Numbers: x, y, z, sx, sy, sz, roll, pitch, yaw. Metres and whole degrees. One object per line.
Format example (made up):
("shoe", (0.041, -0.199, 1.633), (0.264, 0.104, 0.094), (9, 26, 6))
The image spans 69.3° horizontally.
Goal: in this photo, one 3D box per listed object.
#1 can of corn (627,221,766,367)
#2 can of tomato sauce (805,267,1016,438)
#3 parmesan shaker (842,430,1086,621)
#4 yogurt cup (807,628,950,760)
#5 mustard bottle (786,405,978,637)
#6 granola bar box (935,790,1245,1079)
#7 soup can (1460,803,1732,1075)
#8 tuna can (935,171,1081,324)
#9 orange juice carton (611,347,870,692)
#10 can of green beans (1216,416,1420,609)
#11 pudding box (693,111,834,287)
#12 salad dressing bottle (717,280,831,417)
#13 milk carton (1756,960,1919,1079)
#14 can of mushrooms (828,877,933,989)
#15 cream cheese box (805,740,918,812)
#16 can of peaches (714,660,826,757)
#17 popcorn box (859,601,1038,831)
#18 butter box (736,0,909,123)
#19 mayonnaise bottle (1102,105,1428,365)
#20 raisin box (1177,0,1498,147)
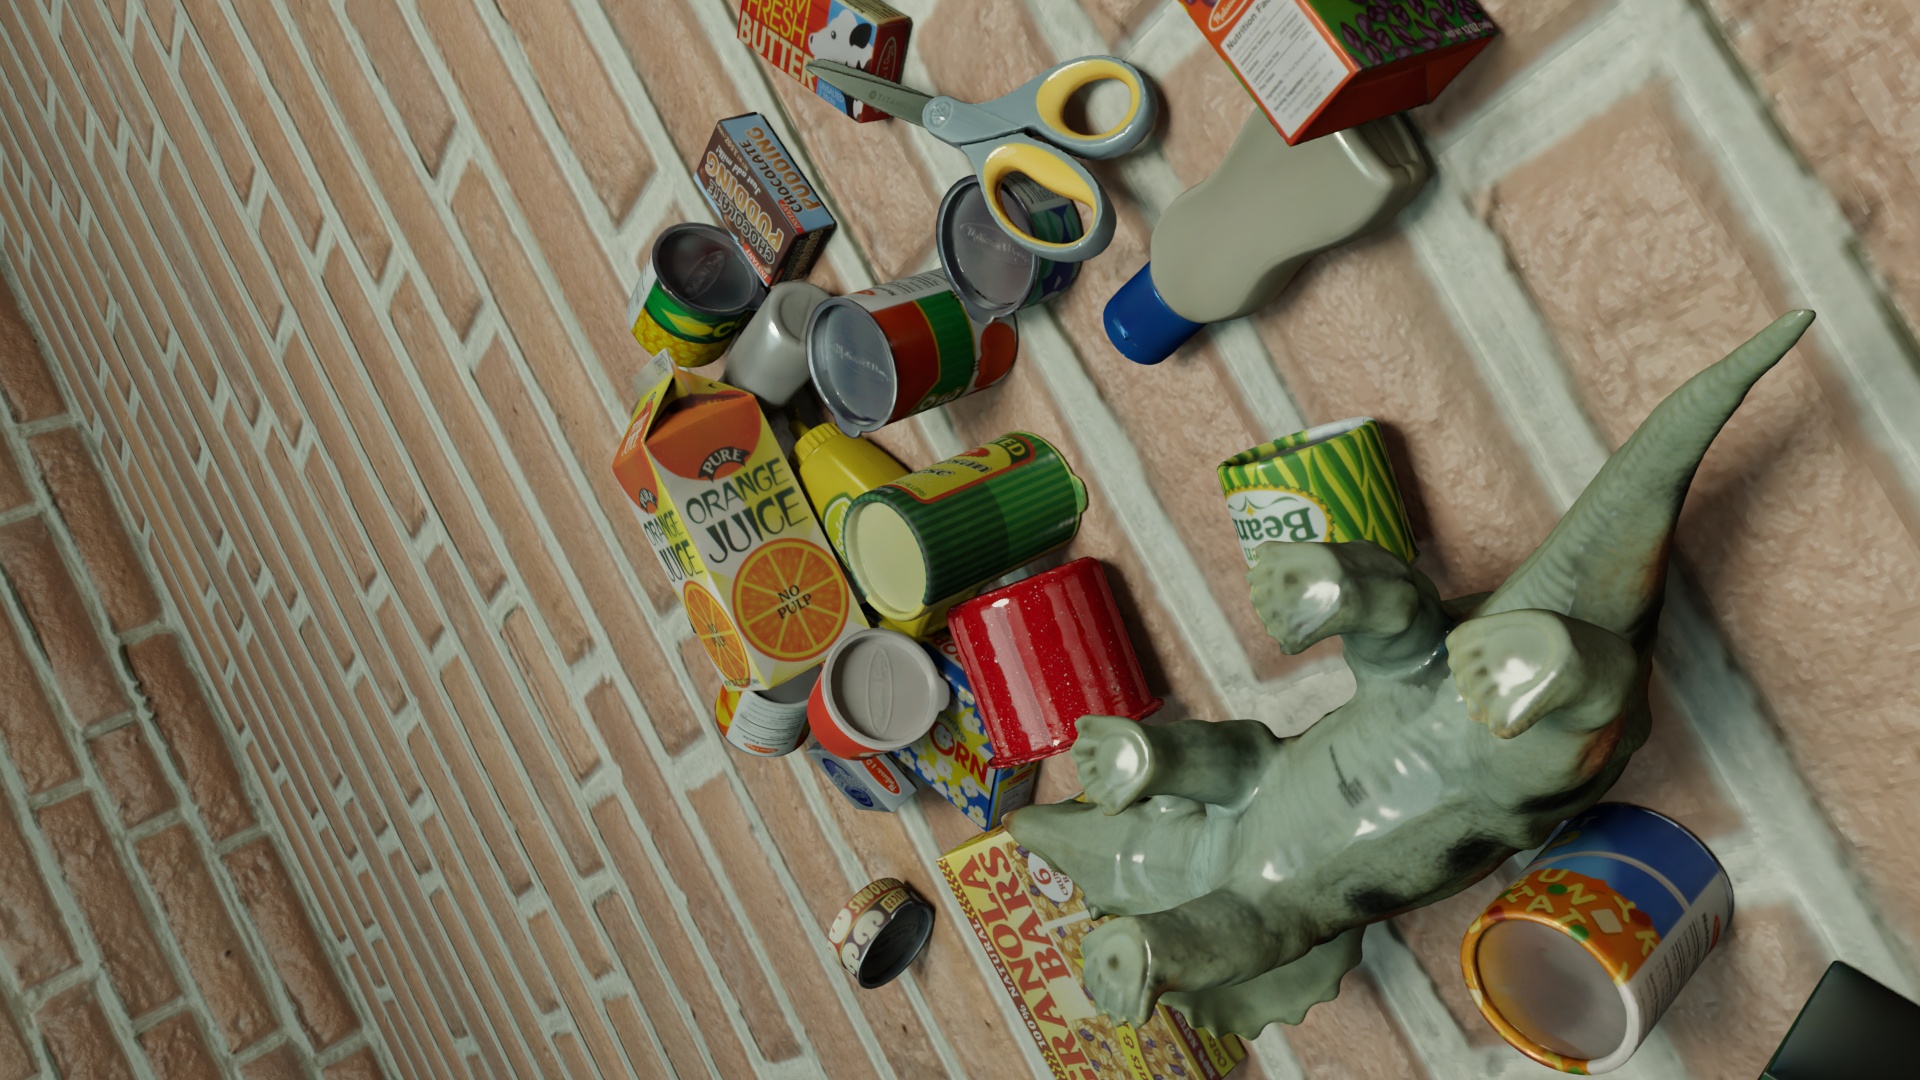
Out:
("can of corn", (-0.157, -0.144, 0.827), (0.071, 0.071, 0.058), (57, 141, 10))
("can of tomato sauce", (-0.023, -0.094, 0.684), (0.071, 0.083, 0.070), (25, 127, 39))
("parmesan shaker", (0.002, -0.009, 0.683), (0.071, 0.103, 0.071), (24, 126, 39))
("yogurt cup", (-0.051, 0.088, 0.763), (0.072, 0.073, 0.053), (58, 148, 9))
("mustard bottle", (-0.054, -0.019, 0.786), (0.160, 0.049, 0.065), (48, 136, 21))
("granola bar box", (0.069, 0.232, 0.783), (0.123, 0.039, 0.165), (-37, 81, 50))
("soup can", (0.233, 0.145, 0.516), (0.071, 0.084, 0.071), (25, 127, 39))
("tuna can", (0.022, -0.138, 0.650), (0.071, 0.033, 0.070), (25, 126, 39))
("orange juice carton", (-0.134, -0.014, 0.788), (0.071, 0.073, 0.192), (-15, 102, 62))
("can of green beans", (0.141, -0.012, 0.553), (0.071, 0.071, 0.057), (-12, 100, 51))
("pudding box", (-0.111, -0.190, 0.777), (0.084, 0.030, 0.049), (57, 141, 11))
("salad dressing bottle", (-0.116, -0.098, 0.812), (0.147, 0.044, 0.064), (-35, 39, 57))
("milk carton", (0.302, 0.254, 0.502), (0.072, 0.074, 0.189), (31, 130, 35))
("can of mushrooms", (-0.052, 0.255, 0.911), (0.033, 0.071, 0.070), (34, 132, 34))
("cream cheese box", (-0.063, 0.141, 0.863), (0.053, 0.024, 0.103), (49, 162, -3))
("can of peaches", (-0.124, 0.097, 0.913), (0.071, 0.071, 0.057), (48, 138, 21))
("popcorn box", (-0.010, 0.096, 0.804), (0.127, 0.038, 0.084), (34, 133, 33))
("butter box", (-0.071, -0.258, 0.702), (0.104, 0.024, 0.052), (40, 134, 27))
("mayonnaise bottle", (0.112, -0.122, 0.552), (0.065, 0.041, 0.147), (61, 142, 8))
("raisin box", (0.112, -0.200, 0.474), (0.123, 0.086, 0.040), (57, 145, 10))
